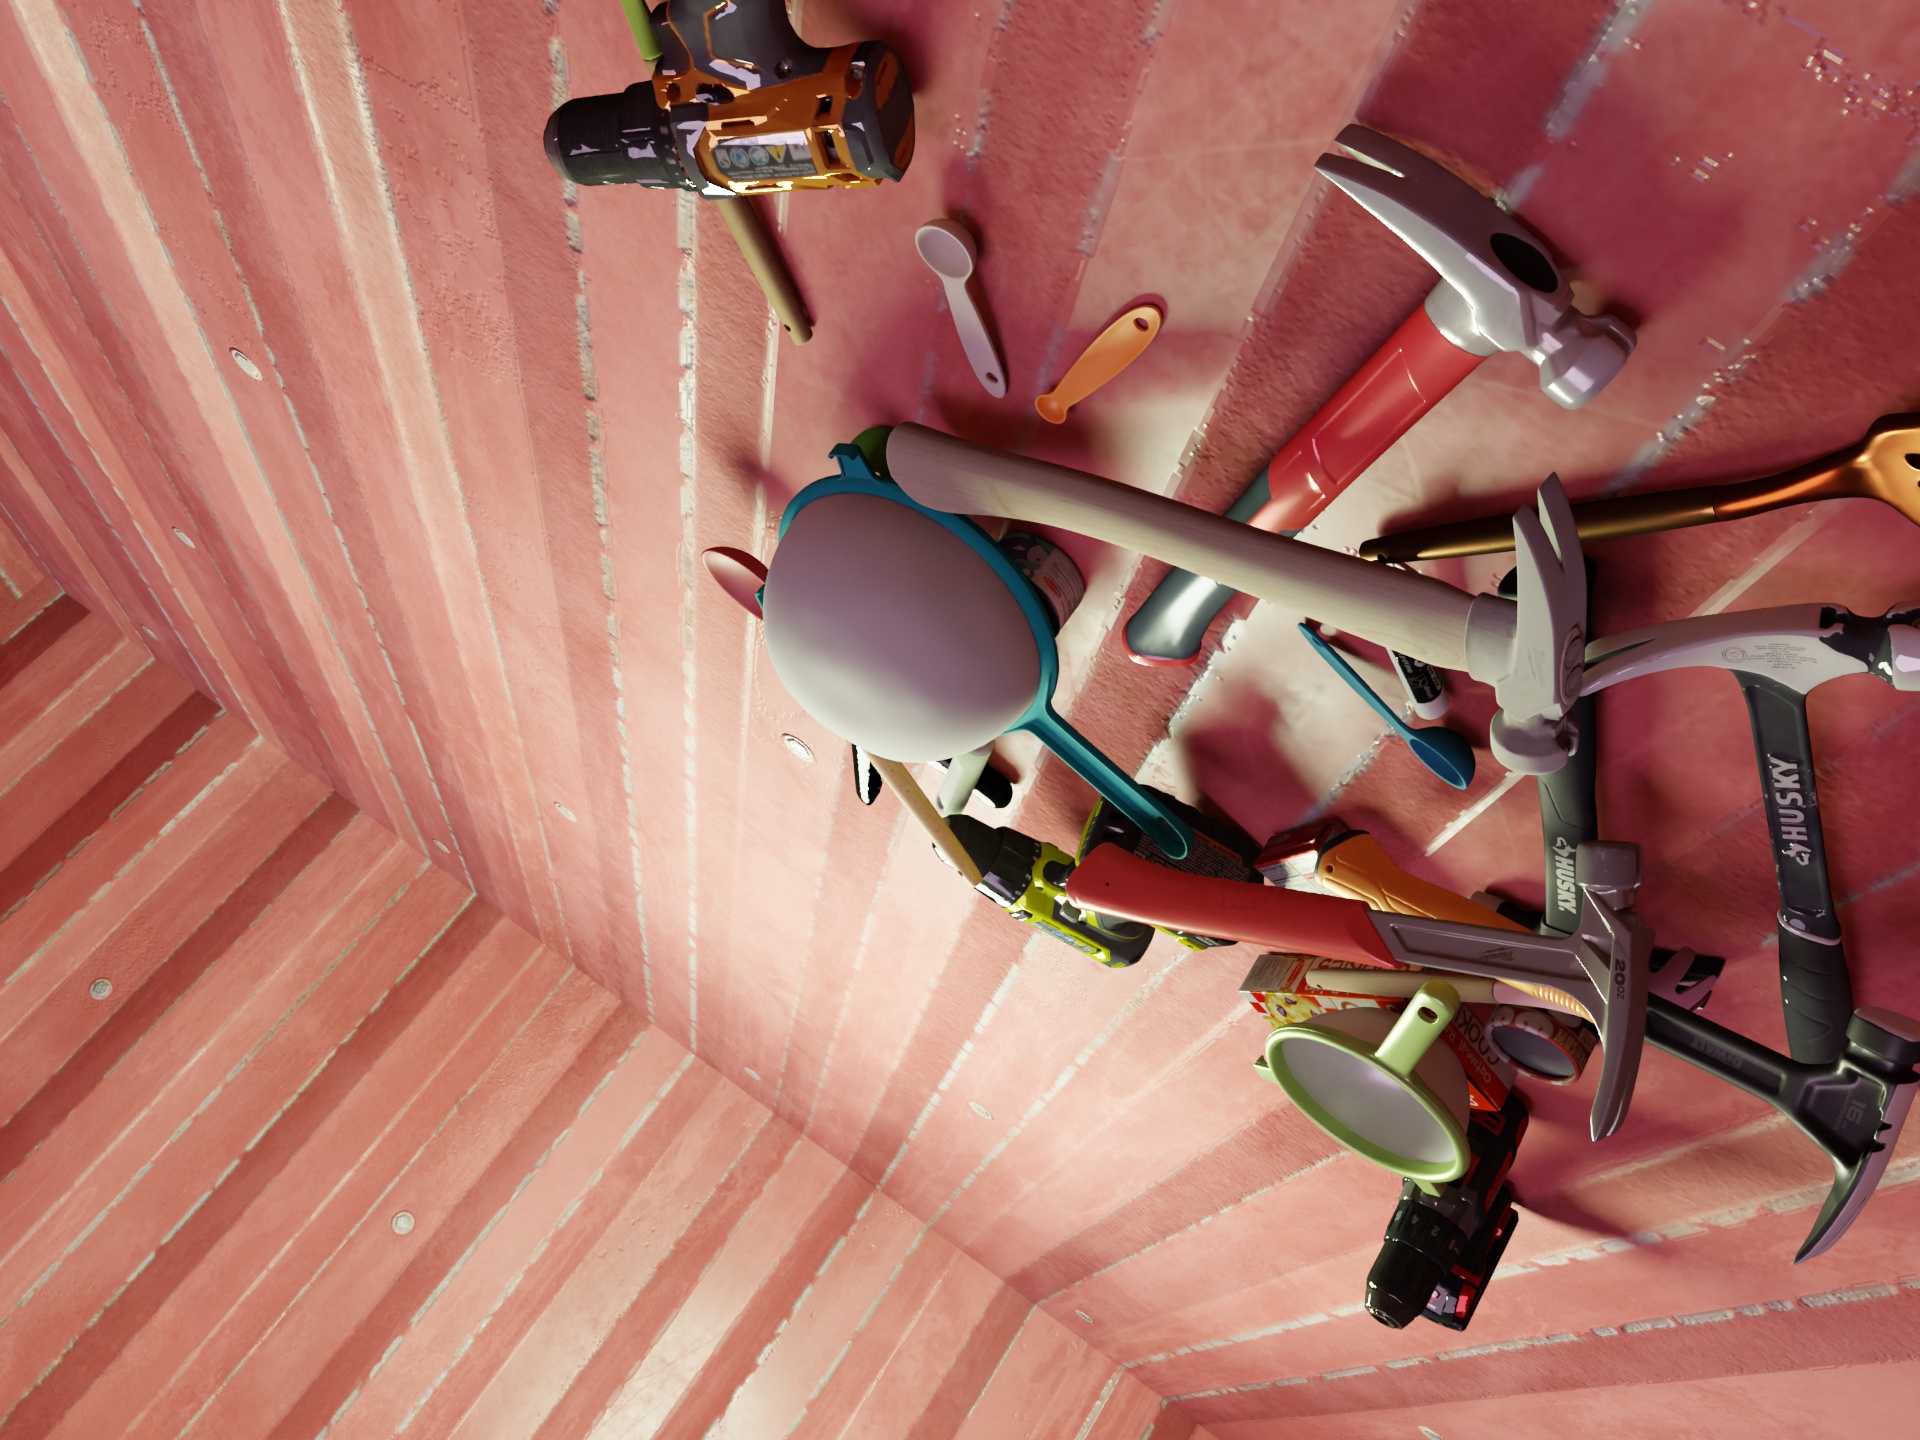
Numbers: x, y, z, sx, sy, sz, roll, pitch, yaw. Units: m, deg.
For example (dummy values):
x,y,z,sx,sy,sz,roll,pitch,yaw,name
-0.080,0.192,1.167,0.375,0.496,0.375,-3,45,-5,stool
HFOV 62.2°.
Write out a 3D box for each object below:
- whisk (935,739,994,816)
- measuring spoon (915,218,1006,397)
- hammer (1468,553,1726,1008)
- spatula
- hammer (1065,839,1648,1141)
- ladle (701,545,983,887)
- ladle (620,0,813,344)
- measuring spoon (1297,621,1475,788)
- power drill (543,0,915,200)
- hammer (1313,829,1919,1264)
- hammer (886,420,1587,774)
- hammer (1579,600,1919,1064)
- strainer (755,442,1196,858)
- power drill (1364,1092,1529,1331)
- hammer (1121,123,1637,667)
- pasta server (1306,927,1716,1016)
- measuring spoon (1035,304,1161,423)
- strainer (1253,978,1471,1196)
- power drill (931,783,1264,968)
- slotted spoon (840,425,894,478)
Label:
x,y,z,sx,sy,sz,roll,pitch,yaw,name
0.014,0.011,1.145,0.246,0.059,0.058,112,144,-59,whisk
0.007,-0.218,0.843,0.034,0.018,0.124,22,157,29,measuring spoon
0.324,0.040,0.835,0.146,0.035,0.334,19,148,36,hammer
0.292,-0.082,0.666,0.081,0.041,0.323,49,153,-24,spatula
0.208,0.127,0.913,0.359,0.149,0.036,4,-179,44,hammer
-0.082,-0.005,1.166,0.315,0.031,0.069,53,158,-1,ladle
-0.156,-0.319,0.835,0.078,0.062,0.319,28,157,40,ladle
0.239,-0.014,0.880,0.128,0.021,0.042,45,177,4,measuring spoon
-0.134,-0.333,0.705,0.185,0.084,0.226,2,144,19,power drill
0.324,0.146,0.853,0.034,0.127,0.337,1,-162,-40,hammer
0.110,-0.099,0.792,0.411,0.038,0.146,24,147,38,hammer
0.412,0.090,0.786,0.149,0.036,0.408,2,140,34,hammer
-0.002,-0.003,1.004,0.340,0.095,0.211,40,146,0,strainer
0.360,0.388,1.197,0.080,0.188,0.226,24,156,27,power drill
0.151,-0.123,0.783,0.143,0.038,0.386,39,155,0,hammer
0.316,0.159,0.975,0.060,0.040,0.316,45,158,-13,pasta server
0.072,-0.184,0.819,0.021,0.011,0.117,41,151,-9,measuring spoon
0.288,0.209,1.029,0.151,0.069,0.256,34,152,18,strainer
0.096,0.113,1.169,0.190,0.080,0.228,30,158,-17,power drill
-0.065,-0.083,1.098,0.070,0.031,0.313,36,149,14,slotted spoon
